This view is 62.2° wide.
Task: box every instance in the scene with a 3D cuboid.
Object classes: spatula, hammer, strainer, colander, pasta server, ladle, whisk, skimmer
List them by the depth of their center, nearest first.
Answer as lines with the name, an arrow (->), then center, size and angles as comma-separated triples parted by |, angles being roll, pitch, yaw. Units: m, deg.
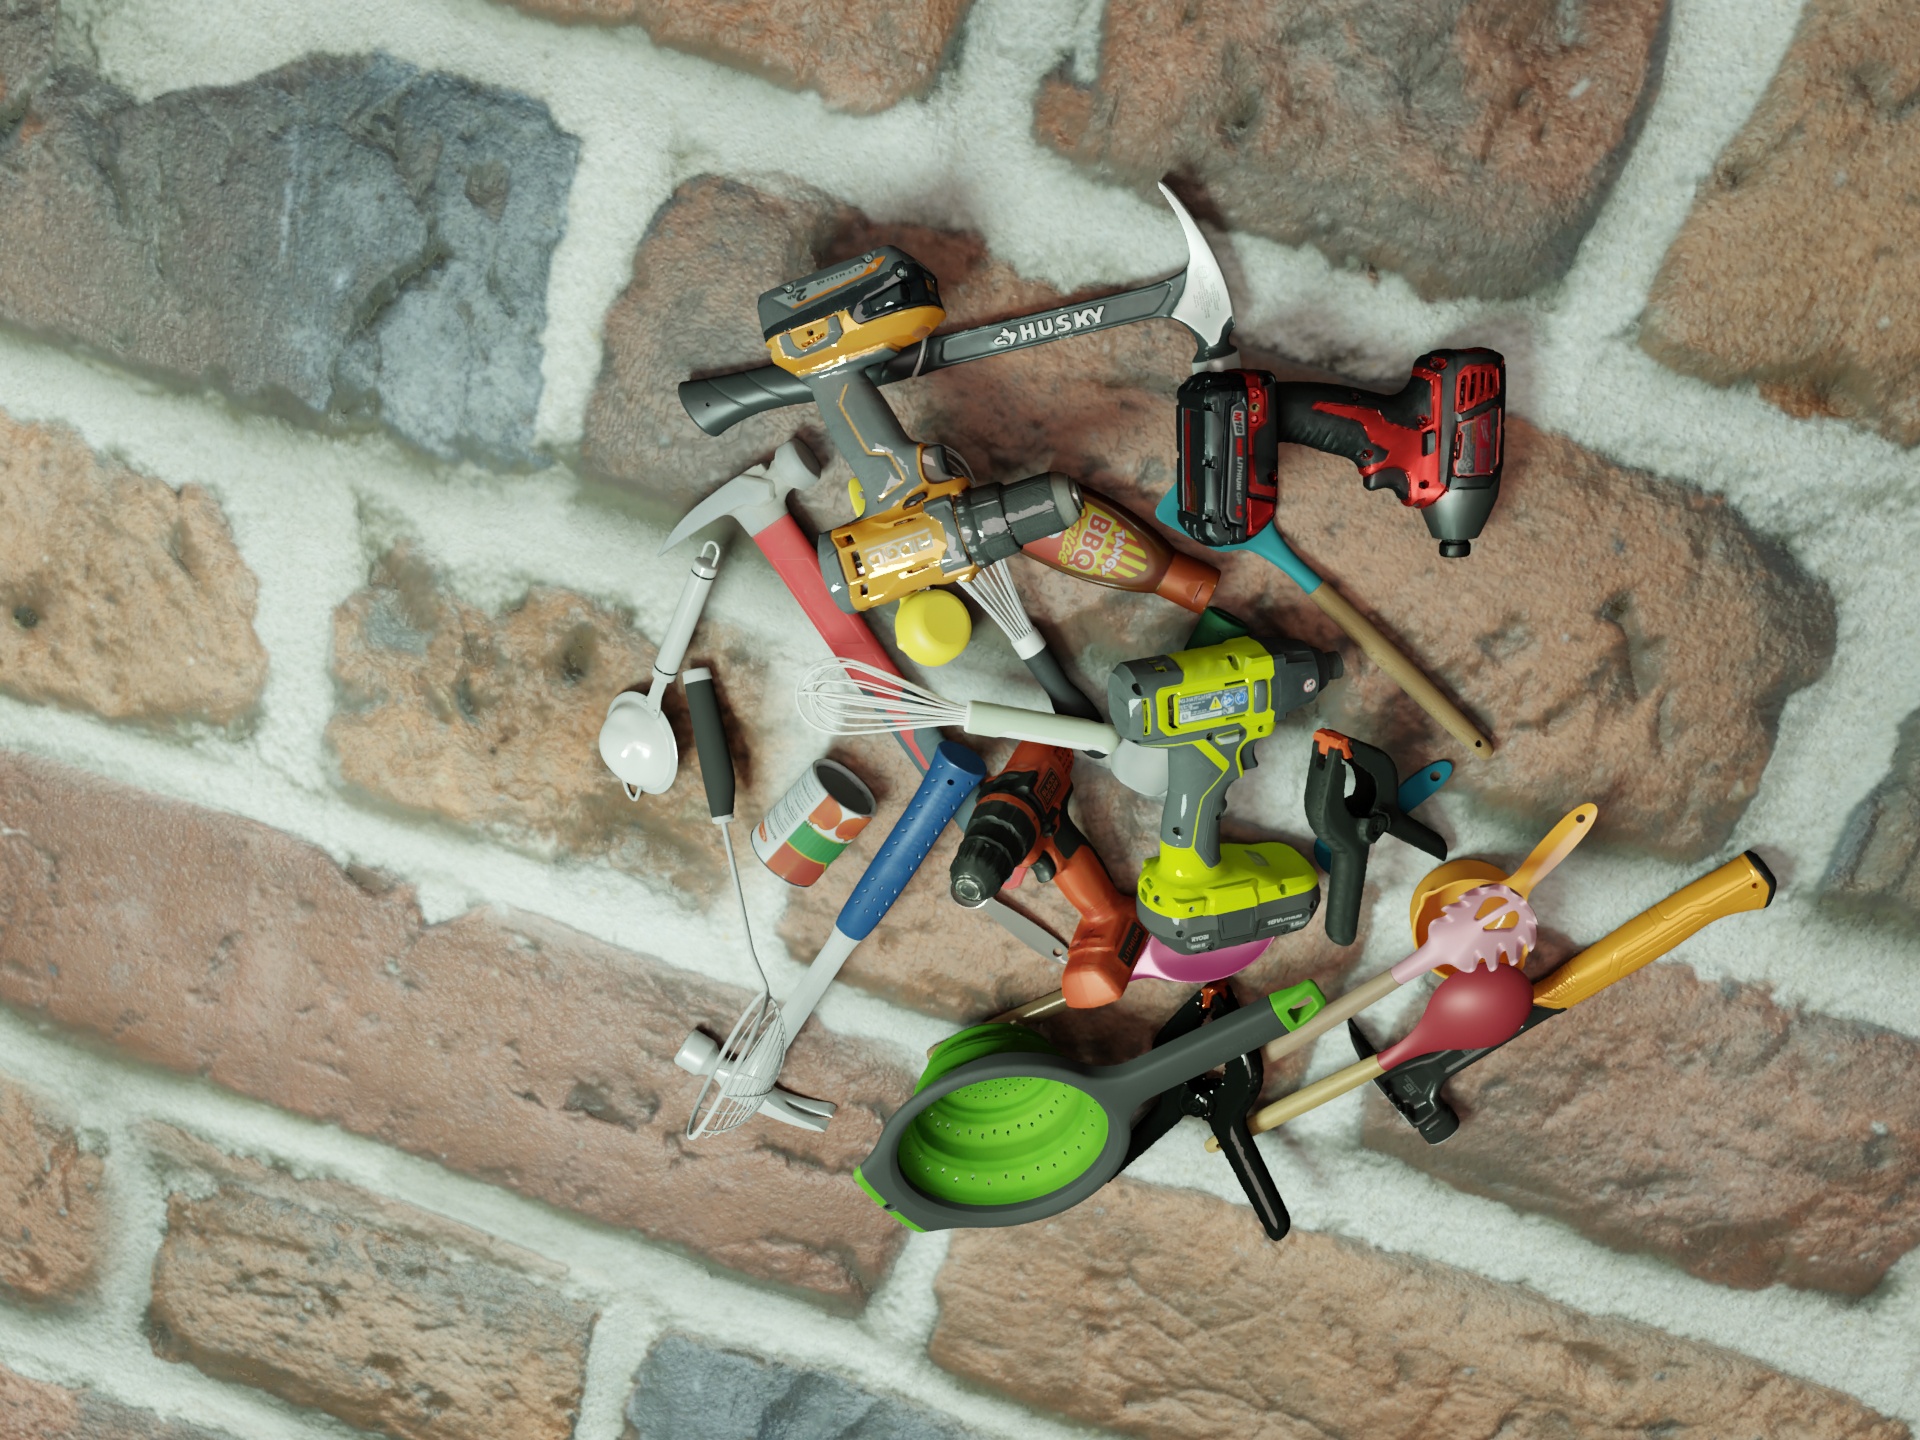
hammer -> -0.011, -0.271, 1.144 | 0.409, 0.036, 0.149 | -10, 106, 13
spatula -> 0.278, -0.077, 1.157 | 0.317, 0.044, 0.082 | 42, 98, -7
whisk -> -0.002, -0.004, 1.190 | 0.246, 0.057, 0.059 | 9, 78, -1
whisk -> 0.033, -0.084, 1.193 | 0.070, 0.070, 0.284 | -29, 107, 18
pasta server -> 0.310, 0.210, 1.214 | 0.060, 0.040, 0.316 | 53, 127, 7
hammer -> 0.464, 0.199, 1.227 | 0.337, 0.034, 0.127 | -38, 100, 19
hammer -> -0.073, -0.021, 1.240 | 0.143, 0.038, 0.386 | -31, 101, 19
strainer -> -0.236, -0.032, 1.242 | 0.087, 0.050, 0.258 | 40, 121, 23
ladle -> 0.310, 0.277, 1.250 | 0.069, 0.031, 0.315 | 46, 124, -9
skimmer -> -0.205, 0.143, 1.258 | 0.090, 0.127, 0.363 | -11, 90, -11
colander -> 0.100, 0.276, 1.274 | 0.397, 0.095, 0.204 | -29, 126, 14
hammer -> -0.090, 0.181, 1.292 | 0.144, 0.035, 0.405 | 32, 118, -3

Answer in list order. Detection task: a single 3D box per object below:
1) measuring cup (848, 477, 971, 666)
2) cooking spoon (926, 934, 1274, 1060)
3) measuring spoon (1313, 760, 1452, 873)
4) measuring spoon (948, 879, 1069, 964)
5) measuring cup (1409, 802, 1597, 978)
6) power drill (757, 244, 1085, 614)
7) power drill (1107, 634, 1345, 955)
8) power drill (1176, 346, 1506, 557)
measuring cup -> -0.040, -0.115, 1.194 | 0.029, 0.062, 0.156 | -21, 97, 55
cooking spoon -> 0.109, 0.217, 1.302 | 0.319, 0.017, 0.069 | -27, 86, 17
measuring spoon -> 0.324, 0.076, 1.213 | 0.042, 0.021, 0.128 | 44, 111, -7
measuring spoon -> 0.043, 0.160, 1.299 | 0.124, 0.018, 0.034 | 37, 111, -11
measuring cup -> 0.412, 0.119, 1.199 | 0.095, 0.052, 0.173 | 36, 109, -4
power drill -> -0.028, -0.203, 1.088 | 0.185, 0.084, 0.226 | -16, 91, 15
power drill -> 0.201, 0.050, 1.171 | 0.171, 0.080, 0.223 | -11, 115, -11
power drill -> 0.263, -0.177, 1.086 | 0.219, 0.079, 0.143 | -4, 104, -7
